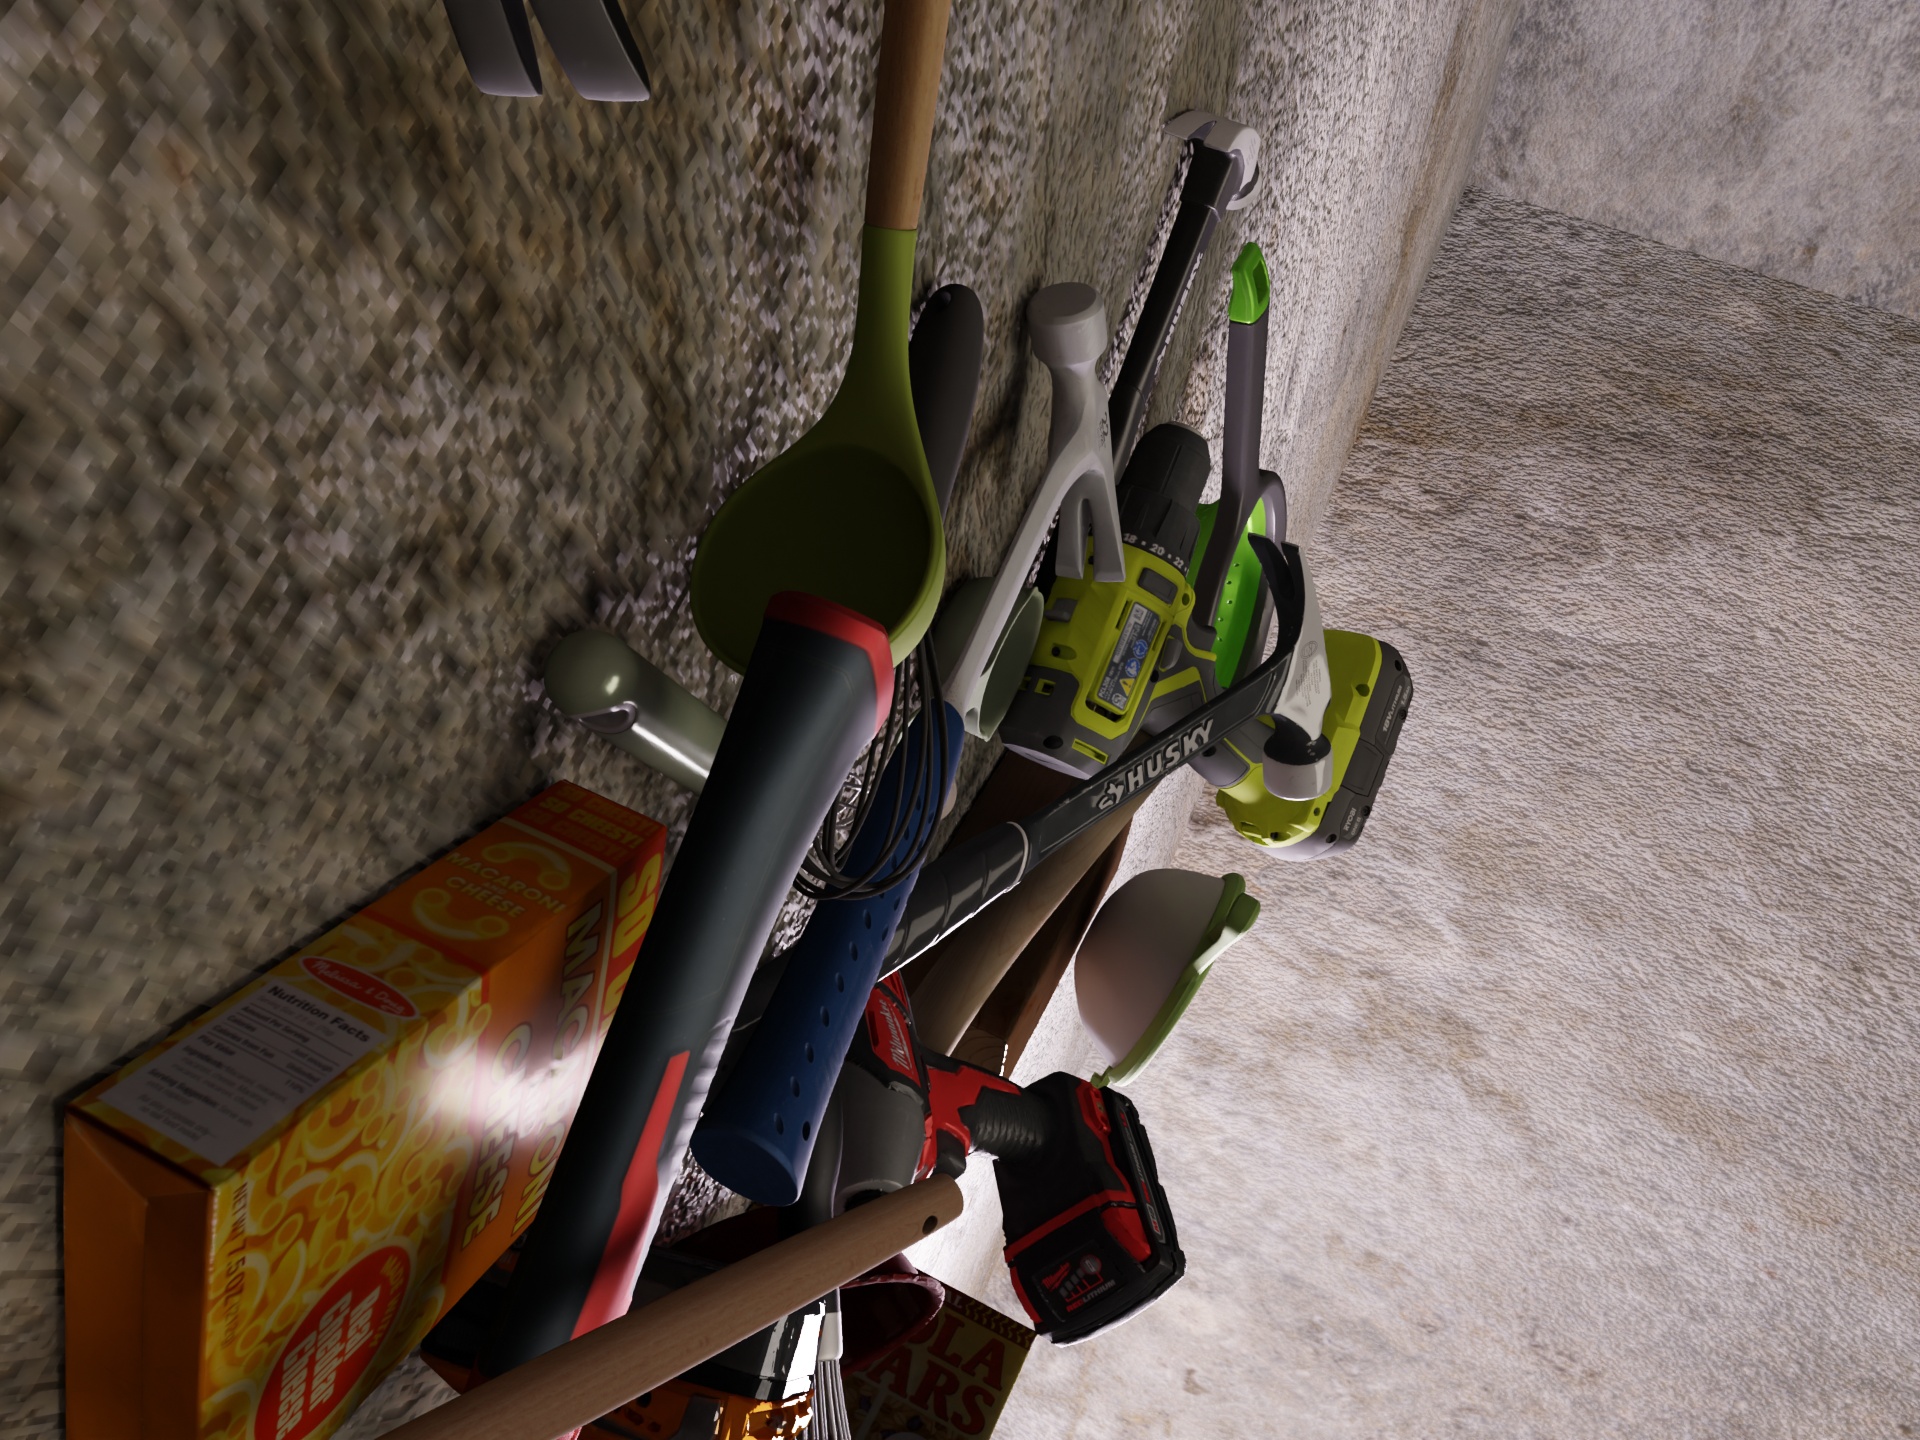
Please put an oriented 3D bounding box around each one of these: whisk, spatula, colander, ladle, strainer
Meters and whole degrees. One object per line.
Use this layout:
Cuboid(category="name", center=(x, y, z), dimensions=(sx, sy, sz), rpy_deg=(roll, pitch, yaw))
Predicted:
Cuboid(category="whisk", center=(-0.051, 0.249, 0.553), dimensions=(0.070, 0.070, 0.285), rpy_deg=(68, 17, -72))
Cuboid(category="spatula", center=(-0.120, 0.160, 0.330), dimensions=(0.316, 0.018, 0.059), rpy_deg=(-15, 119, -40))
Cuboid(category="whisk", center=(-0.075, 0.016, 0.521), dimensions=(0.246, 0.058, 0.059), rpy_deg=(53, 26, -72))
Cuboid(category="whisk", center=(-0.018, -0.051, 0.527), dimensions=(0.055, 0.055, 0.239), rpy_deg=(84, 14, -64))
Cuboid(category="colander", center=(0.150, -0.140, 1.066), dimensions=(0.396, 0.094, 0.205), rpy_deg=(83, 30, -45))
Cuboid(category="ladle", center=(-0.022, -0.158, 0.420), dimensions=(0.062, 0.078, 0.320), rpy_deg=(-25, 130, -55))
Cuboid(category="strainer", center=(0.115, 0.128, 0.934), dimensions=(0.151, 0.069, 0.256), rpy_deg=(-57, 174, -19))

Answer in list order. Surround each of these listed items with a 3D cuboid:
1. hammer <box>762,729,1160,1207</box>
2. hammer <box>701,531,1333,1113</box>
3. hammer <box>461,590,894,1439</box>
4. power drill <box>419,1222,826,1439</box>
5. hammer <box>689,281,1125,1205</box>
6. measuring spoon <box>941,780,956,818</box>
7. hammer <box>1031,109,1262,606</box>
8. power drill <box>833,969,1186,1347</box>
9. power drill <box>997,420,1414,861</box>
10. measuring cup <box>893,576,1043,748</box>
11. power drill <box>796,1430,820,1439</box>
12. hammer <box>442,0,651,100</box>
Cuboid(category="hammer", center=(0.014, 0.113, 0.890), dimensions=(0.411, 0.146, 0.038), rpy_deg=(-51, 162, -32))
Cuboid(category="hammer", center=(0.035, 0.047, 0.698), dimensions=(0.409, 0.036, 0.149), rpy_deg=(-29, 126, -34))
Cuboid(category="hammer", center=(-0.109, 0.146, 0.382), dimensions=(0.143, 0.038, 0.386), rpy_deg=(28, 79, -52))
Cuboid(category="power drill", center=(-0.140, 0.275, 0.487), dimensions=(0.084, 0.164, 0.227), rpy_deg=(71, 31, -70))
Cuboid(category="hammer", center=(-0.001, -0.002, 0.607), dimensions=(0.143, 0.035, 0.406), rpy_deg=(77, 27, -42))
Cuboid(category="measuring spoon", center=(0.004, -0.001, 0.848), dimensions=(0.034, 0.018, 0.124), rpy_deg=(-2, 113, -75))
Cuboid(category="hammer", center=(0.088, -0.167, 0.874), dimensions=(0.146, 0.035, 0.334), rpy_deg=(-15, 126, -74))
Cuboid(category="power drill", center=(0.004, 0.199, 0.730), dimensions=(0.078, 0.219, 0.143), rpy_deg=(-38, -143, 18))
Cuboid(category="power drill", center=(0.142, -0.035, 0.870), dimensions=(0.228, 0.080, 0.190), rpy_deg=(27, 82, -33))
Cuboid(category="measuring cup", center=(-0.008, -0.021, 0.731), dimensions=(0.167, 0.038, 0.083), rpy_deg=(-36, 146, -62))
Cuboid(category="power drill", center=(-0.142, 0.361, 0.585), dimensions=(0.188, 0.080, 0.227), rpy_deg=(-32, -165, 42))
Cuboid(category="hammer", center=(0.001, -0.228, 0.334), dimensions=(0.337, 0.034, 0.127), rpy_deg=(-48, 141, -48))
